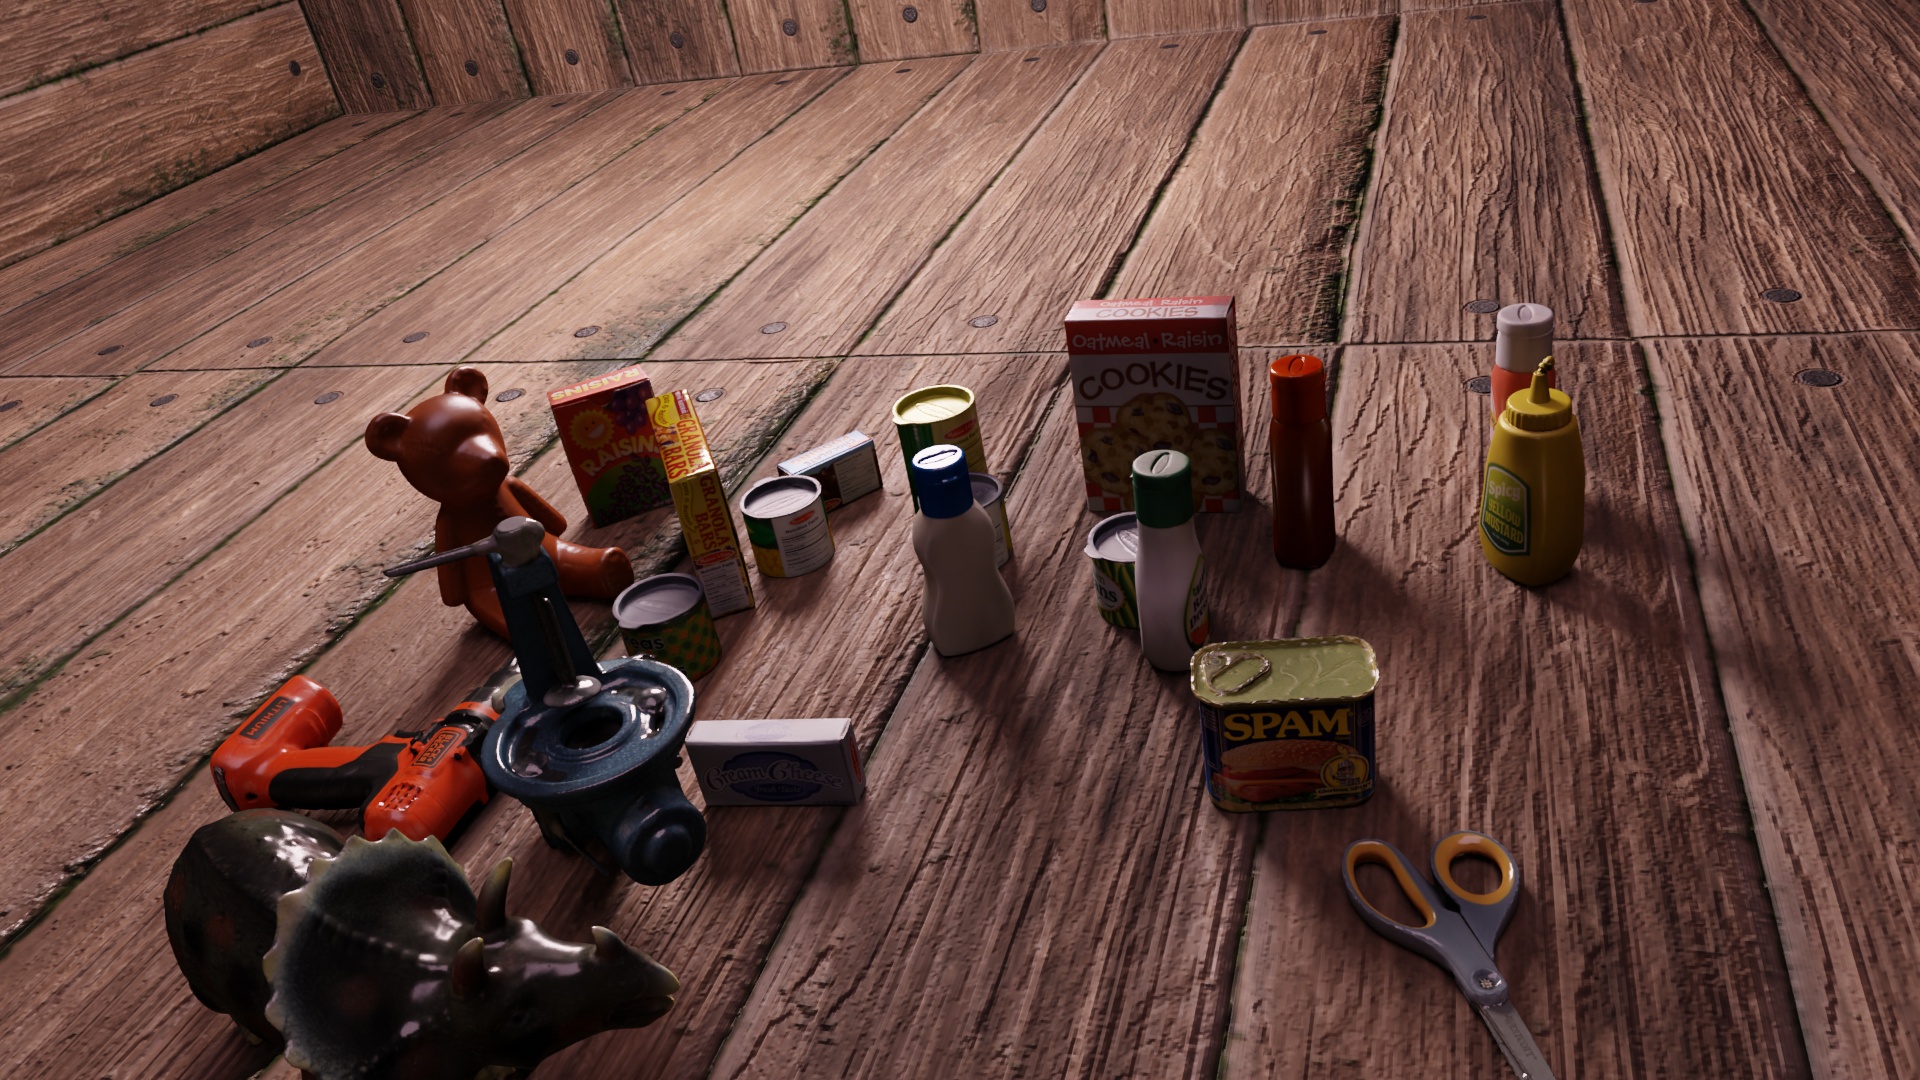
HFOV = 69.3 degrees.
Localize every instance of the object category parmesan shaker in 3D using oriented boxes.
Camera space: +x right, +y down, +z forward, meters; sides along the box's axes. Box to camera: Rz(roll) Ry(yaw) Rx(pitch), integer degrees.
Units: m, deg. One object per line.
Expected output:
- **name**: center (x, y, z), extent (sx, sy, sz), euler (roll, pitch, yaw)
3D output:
- **parmesan shaker**: center (-0.015, -0.064, 1.116), extent (0.071, 0.102, 0.071), euler (-8, 31, 5)

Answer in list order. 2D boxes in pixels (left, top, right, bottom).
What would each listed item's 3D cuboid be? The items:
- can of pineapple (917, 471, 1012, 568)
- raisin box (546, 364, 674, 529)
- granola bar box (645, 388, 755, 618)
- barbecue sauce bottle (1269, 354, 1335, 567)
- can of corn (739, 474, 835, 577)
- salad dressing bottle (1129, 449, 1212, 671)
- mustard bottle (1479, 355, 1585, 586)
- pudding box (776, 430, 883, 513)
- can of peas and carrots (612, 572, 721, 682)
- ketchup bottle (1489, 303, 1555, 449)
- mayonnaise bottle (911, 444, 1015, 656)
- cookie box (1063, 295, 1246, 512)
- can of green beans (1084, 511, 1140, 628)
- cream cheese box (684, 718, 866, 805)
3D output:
- **can of pineapple**: center (0.004, -0.013, 1.071), extent (0.071, 0.057, 0.071), euler (-8, 31, 5)
- **raisin box**: center (-0.300, -0.082, 1.213), extent (0.086, 0.122, 0.040), euler (-20, 32, -15)
- **granola bar box**: center (-0.207, -0.032, 1.102), extent (0.039, 0.123, 0.166), euler (-17, 31, -10)
- **barbecue sauce bottle**: center (0.241, -0.057, 0.982), extent (0.043, 0.147, 0.065), euler (3, 33, 22)
- **can of corn**: center (-0.139, -0.012, 1.112), extent (0.071, 0.058, 0.071), euler (-8, 31, 5)
- **salad dressing bottle**: center (0.135, 0.014, 0.898), extent (0.044, 0.147, 0.064), euler (5, 34, 25)
- **mustard bottle**: center (0.377, -0.049, 0.915), extent (0.049, 0.159, 0.065), euler (-20, 32, -15)
- **pudding box**: center (-0.111, -0.055, 1.182), extent (0.084, 0.049, 0.030), euler (-27, 34, -26)
- **can of peas and carrots**: center (-0.212, 0.067, 1.004), extent (0.071, 0.058, 0.071), euler (-8, 31, 5)
- **ketchup bottle**: center (0.402, -0.095, 0.994), extent (0.043, 0.148, 0.065), euler (1, 32, 18)
- **mayonnaise bottle**: center (-0.003, 0.007, 0.952), extent (0.065, 0.147, 0.041), euler (-19, 31, -13)
- **cookie box**: center (0.152, -0.103, 1.067), extent (0.123, 0.166, 0.040), euler (1, 33, 20)
- **can of green beans**: center (0.126, 0.021, 0.977), extent (0.071, 0.057, 0.071), euler (-8, 31, 5)
- **cream cheese box**: center (-0.114, 0.138, 0.861), extent (0.104, 0.053, 0.024), euler (-3, 31, 13)
